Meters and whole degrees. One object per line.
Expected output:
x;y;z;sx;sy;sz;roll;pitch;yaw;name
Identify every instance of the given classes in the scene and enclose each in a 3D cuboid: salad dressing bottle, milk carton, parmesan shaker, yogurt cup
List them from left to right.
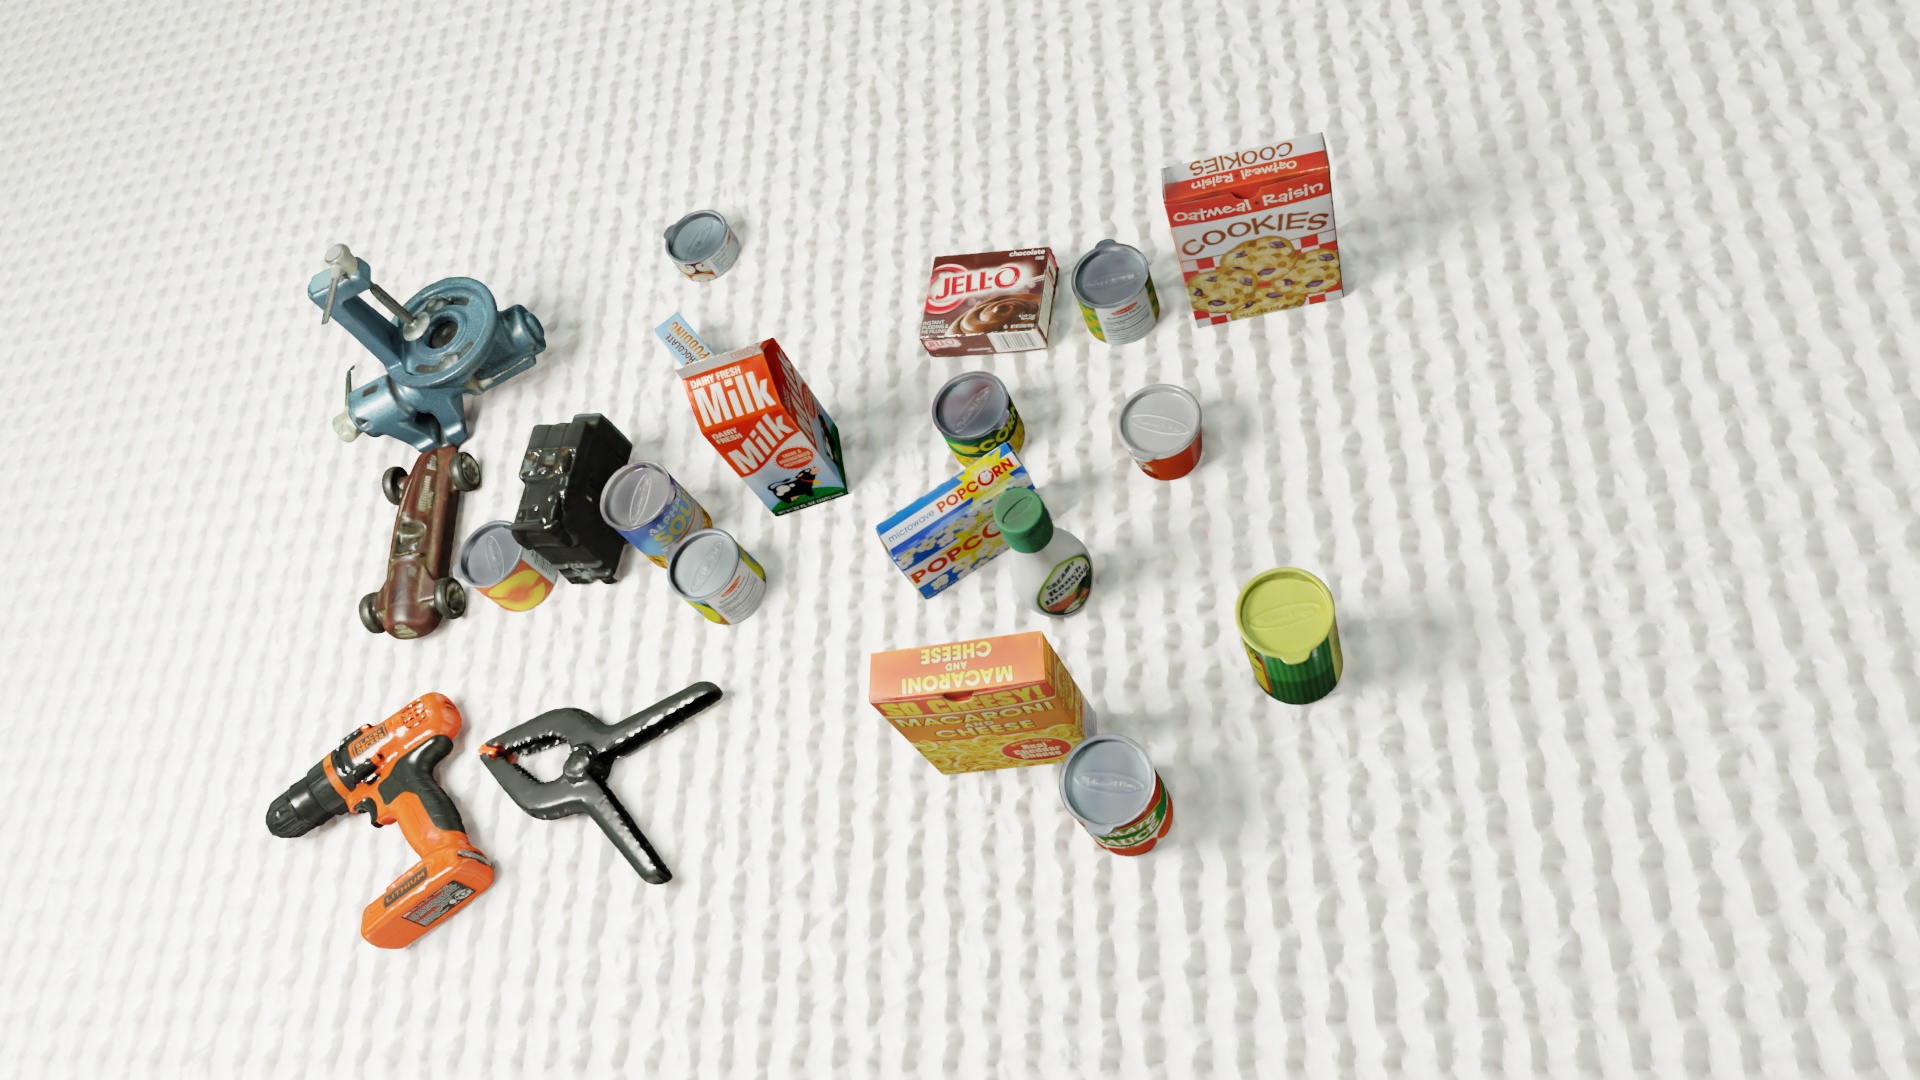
-0.161;-0.100;1.144;0.072;0.190;0.074;-17;60;10;milk carton
0.060;0.010;1.038;0.064;0.147;0.044;-42;59;-5;salad dressing bottle
0.162;-0.083;1.107;0.072;0.053;0.072;-8;62;15;yogurt cup
0.232;0.072;0.974;0.071;0.102;0.071;-8;62;15;parmesan shaker

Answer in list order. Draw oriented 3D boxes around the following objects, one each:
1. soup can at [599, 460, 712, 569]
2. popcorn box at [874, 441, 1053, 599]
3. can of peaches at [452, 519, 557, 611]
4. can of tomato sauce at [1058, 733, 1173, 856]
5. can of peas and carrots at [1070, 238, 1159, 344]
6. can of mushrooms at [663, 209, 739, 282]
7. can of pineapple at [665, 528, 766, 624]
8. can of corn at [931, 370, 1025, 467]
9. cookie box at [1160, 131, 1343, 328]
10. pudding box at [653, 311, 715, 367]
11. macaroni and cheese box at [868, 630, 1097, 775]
-0.258;-0.020;1.198;0.071;0.083;0.071;-8;62;15;soup can
0.004;-0.014;1.106;0.127;0.085;0.038;-33;59;1;popcorn box
-0.405;0.024;1.240;0.071;0.058;0.071;-8;62;15;can of peaches
0.111;0.181;0.971;0.071;0.083;0.071;-8;62;15;can of tomato sauce
0.132;-0.210;1.179;0.071;0.058;0.071;-8;62;15;can of peas and carrots
-0.255;-0.290;1.365;0.071;0.033;0.071;-8;62;15;can of mushrooms
-0.206;0.030;1.170;0.071;0.057;0.071;-8;62;15;can of pineapple
0.018;-0.098;1.160;0.071;0.058;0.071;-8;62;15;can of corn
0.233;-0.240;1.097;0.123;0.167;0.040;-10;62;14;cookie box
-0.245;-0.169;1.290;0.030;0.049;0.084;-40;59;-4;pudding box
0.021;0.120;0.984;0.123;0.166;0.040;-9;62;15;macaroni and cheese box
